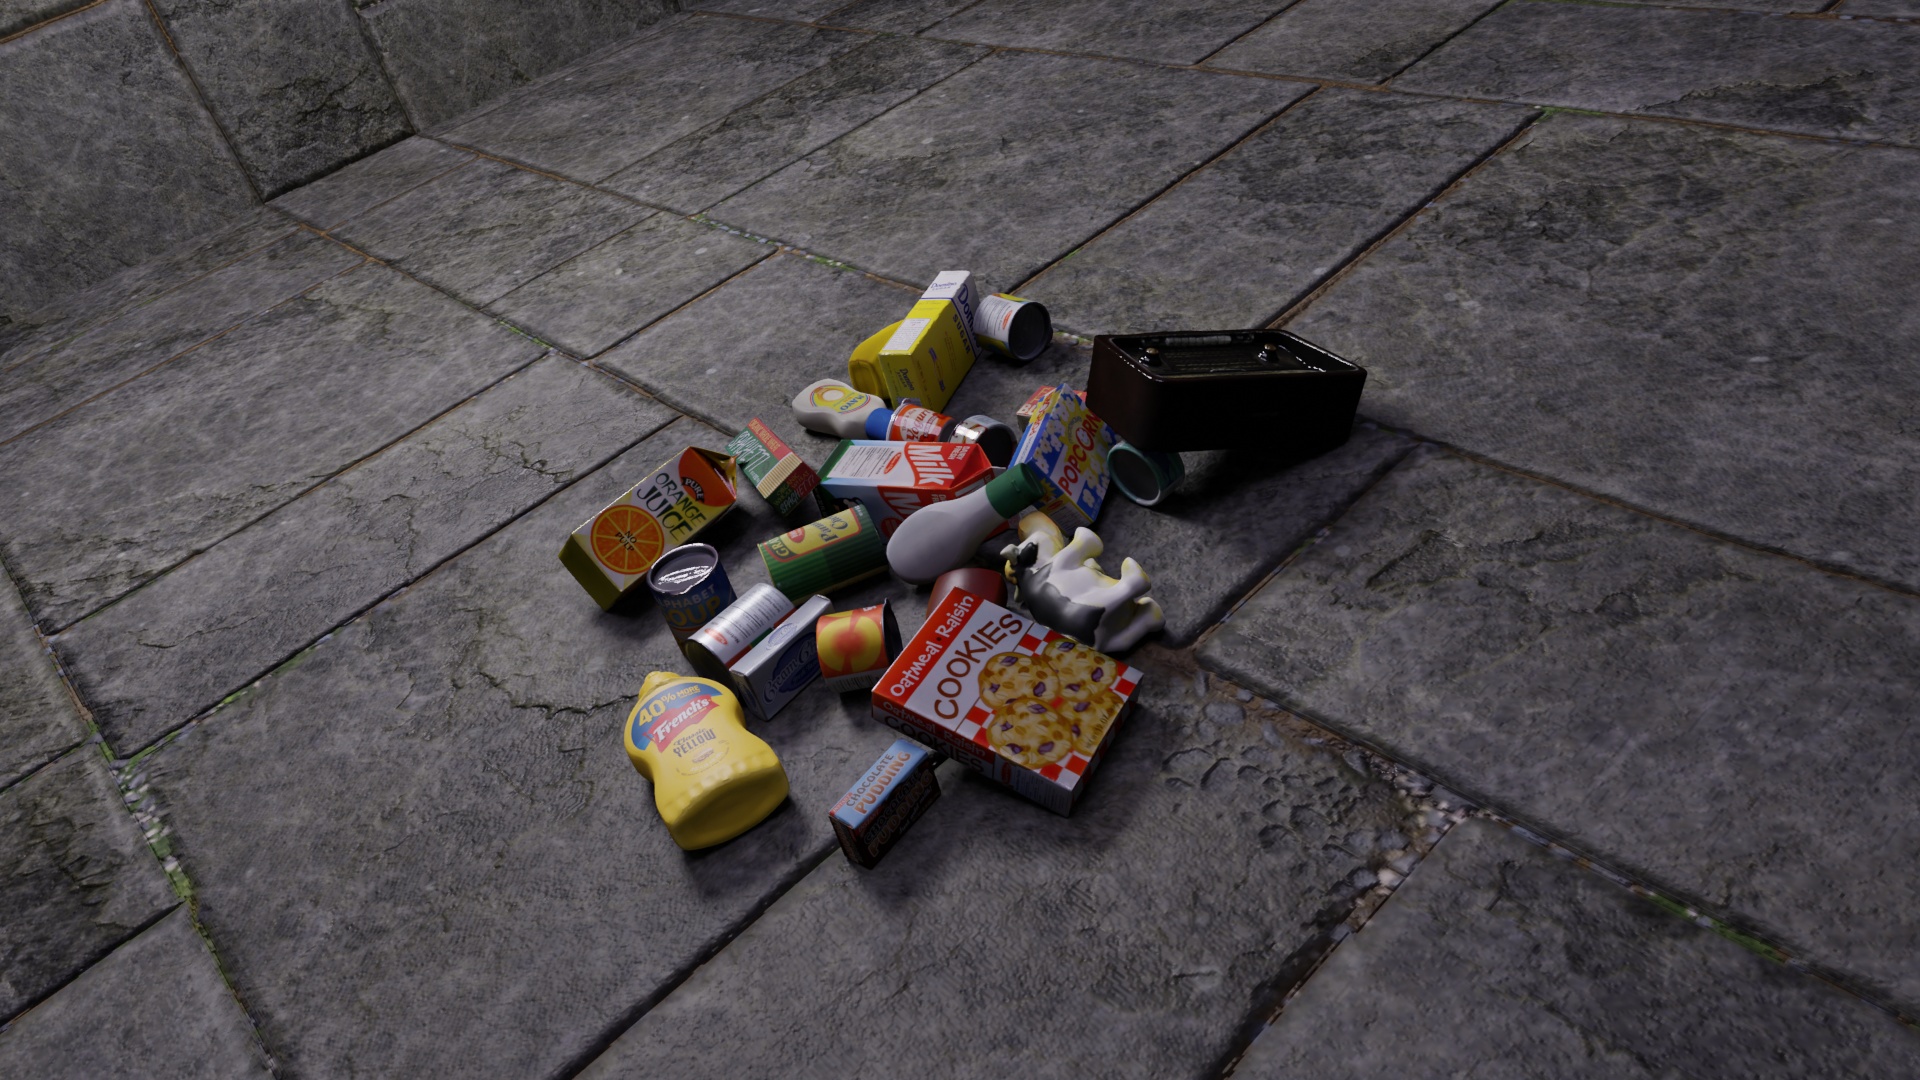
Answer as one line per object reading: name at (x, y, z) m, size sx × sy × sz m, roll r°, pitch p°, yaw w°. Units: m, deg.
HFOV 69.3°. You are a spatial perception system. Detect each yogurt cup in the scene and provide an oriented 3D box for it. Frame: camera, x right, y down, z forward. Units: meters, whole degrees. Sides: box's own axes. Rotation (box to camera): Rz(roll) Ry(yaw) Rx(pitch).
yogurt cup at (-0.035, -0.099, 1.380) m, size 0.054 × 0.072 × 0.073 m, roll 13°, pitch 44°, yaw 23°

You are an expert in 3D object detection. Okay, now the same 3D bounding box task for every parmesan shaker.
parmesan shaker at (-0.124, 0.014, 1.261) m, size 0.103 × 0.071 × 0.071 m, roll -22°, pitch 36°, yaw -8°

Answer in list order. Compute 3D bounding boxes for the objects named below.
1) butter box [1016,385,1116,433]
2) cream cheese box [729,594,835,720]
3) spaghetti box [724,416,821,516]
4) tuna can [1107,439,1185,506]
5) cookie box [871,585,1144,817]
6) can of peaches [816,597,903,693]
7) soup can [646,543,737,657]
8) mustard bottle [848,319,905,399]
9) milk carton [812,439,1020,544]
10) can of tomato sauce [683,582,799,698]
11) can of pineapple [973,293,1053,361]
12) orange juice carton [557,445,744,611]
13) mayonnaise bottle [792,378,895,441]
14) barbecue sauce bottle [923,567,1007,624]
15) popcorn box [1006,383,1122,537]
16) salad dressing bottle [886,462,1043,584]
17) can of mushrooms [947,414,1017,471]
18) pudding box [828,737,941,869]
butter box at (0.112, -0.126, 1.388) m, size 0.103 × 0.024 × 0.053 m, roll 13°, pitch 46°, yaw 35°
cream cheese box at (-0.142, 0.098, 1.166) m, size 0.024 × 0.053 × 0.104 m, roll 17°, pitch 47°, yaw 41°
spaghetti box at (-0.189, -0.077, 1.374) m, size 0.050 × 0.028 × 0.250 m, roll -45°, pitch 23°, yaw -3°
tuna can at (0.165, -0.068, 1.250) m, size 0.033 × 0.070 × 0.071 m, roll -38°, pitch 41°, yaw -27°
cookie box at (0.035, 0.117, 1.043) m, size 0.167 × 0.040 × 0.123 m, roll 24°, pitch 50°, yaw 19°
can of peaches at (-0.082, 0.087, 1.144) m, size 0.058 × 0.071 × 0.071 m, roll -12°, pitch 36°, yaw 8°
soup can at (-0.232, 0.057, 1.231) m, size 0.071 × 0.083 × 0.072 m, roll -11°, pitch 36°, yaw 8°
mustard bottle at (-0.060, -0.214, 1.544) m, size 0.049 × 0.065 × 0.161 m, roll 7°, pitch 38°, yaw 36°
milk carton at (-0.036, -0.043, 1.297) m, size 0.190 × 0.072 × 0.074 m, roll 3°, pitch 40°, yaw 27°
can of tomato sauce at (-0.183, 0.087, 1.189) m, size 0.071 × 0.071 × 0.083 m, roll 20°, pitch 49°, yaw 40°
can of pineapple at (0.057, -0.233, 1.521) m, size 0.071 × 0.070 × 0.058 m, roll -38°, pitch 41°, yaw -27°
orange juice carton at (-0.289, -0.024, 1.350) m, size 0.193 × 0.073 × 0.071 m, roll -43°, pitch 4°, yaw -32°
mayonnaise bottle at (-0.111, -0.132, 1.470) m, size 0.148 × 0.041 × 0.065 m, roll 22°, pitch 49°, yaw 42°
barbecue sauce bottle at (-0.003, 0.085, 1.137) m, size 0.065 × 0.043 × 0.149 m, roll -4°, pitch 38°, yaw 17°
popcorn box at (0.096, -0.074, 1.270) m, size 0.038 × 0.085 × 0.127 m, roll -33°, pitch 21°, yaw 39°
salad dressing bottle at (0.004, -0.015, 1.217) m, size 0.147 × 0.064 × 0.044 m, roll -33°, pitch -8°, yaw 22°
can of mushrooms at (0.020, -0.083, 1.336) m, size 0.071 × 0.070 × 0.033 m, roll -38°, pitch 41°, yaw -26°
pudding box at (-0.055, 0.190, 1.011) m, size 0.030 × 0.049 × 0.084 m, roll 18°, pitch 48°, yaw 37°
